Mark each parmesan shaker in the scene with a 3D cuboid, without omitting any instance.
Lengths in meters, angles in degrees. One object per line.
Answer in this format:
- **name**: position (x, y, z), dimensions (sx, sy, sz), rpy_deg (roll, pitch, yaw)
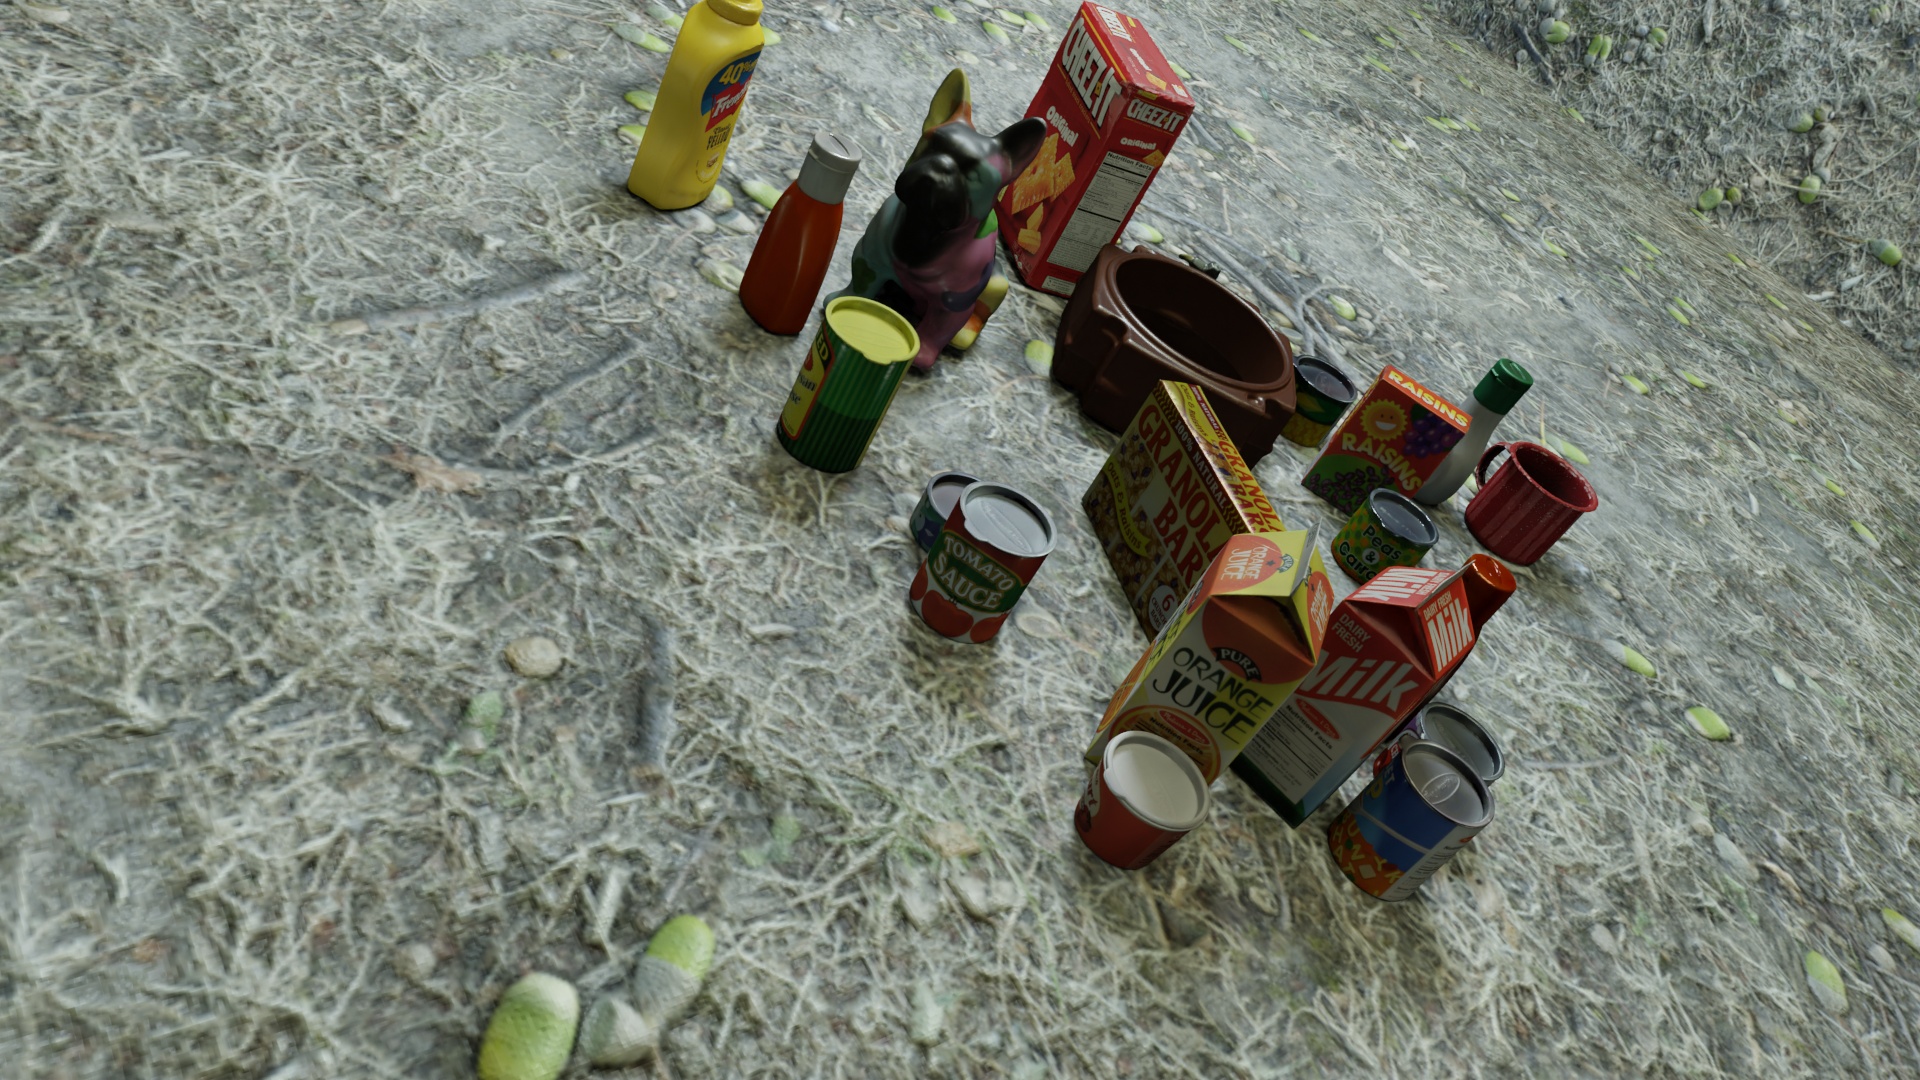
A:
- **parmesan shaker**: position (-0.078, -0.102, 0.937), dimensions (0.071, 0.102, 0.072), rpy_deg (19, 38, -15)

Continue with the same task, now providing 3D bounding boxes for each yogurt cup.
- **yogurt cup**: position (0.102, 0.152, 0.801), dimensions (0.072, 0.053, 0.073), rpy_deg (19, 38, -15)

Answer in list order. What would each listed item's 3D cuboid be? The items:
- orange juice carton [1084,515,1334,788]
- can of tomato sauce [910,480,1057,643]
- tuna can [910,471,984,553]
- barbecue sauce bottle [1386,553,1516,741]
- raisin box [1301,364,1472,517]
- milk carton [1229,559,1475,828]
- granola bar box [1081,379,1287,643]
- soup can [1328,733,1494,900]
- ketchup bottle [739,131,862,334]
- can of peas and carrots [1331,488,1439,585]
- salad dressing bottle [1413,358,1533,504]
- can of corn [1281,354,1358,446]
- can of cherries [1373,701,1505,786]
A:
- **orange juice carton**: position (0.156, 0.069, 0.820), dimensions (0.073, 0.191, 0.072), rpy_deg (33, 36, 3)
- **can of tomato sauce**: position (0.013, 0.015, 0.877), dimensions (0.071, 0.082, 0.071), rpy_deg (19, 38, -15)
- **tuna can**: position (0.003, -0.012, 0.945), dimensions (0.071, 0.032, 0.071), rpy_deg (19, 38, -15)
- **barbecue sauce bottle**: position (0.328, 0.072, 0.972), dimensions (0.044, 0.147, 0.065), rpy_deg (22, 37, -12)
- **raisin box**: position (0.365, -0.077, 1.196), dimensions (0.086, 0.122, 0.040), rpy_deg (35, 36, 6)
- **milk carton**: position (0.249, 0.086, 0.866), dimensions (0.073, 0.189, 0.072), rpy_deg (45, 38, 19)
- **granola bar box**: position (0.155, -0.013, 0.974), dimensions (0.039, 0.123, 0.166), rpy_deg (7, 42, -29)
- **soup can**: position (0.280, 0.174, 0.873), dimensions (0.071, 0.083, 0.072), rpy_deg (19, 38, -15)
- **ketchup bottle**: position (-0.116, -0.226, 1.019), dimensions (0.044, 0.148, 0.065), rpy_deg (-8, 50, -40)
- **can of peas and carrots**: position (0.349, 0.001, 1.147), dimensions (0.071, 0.058, 0.071), rpy_deg (19, 38, -15)
- **salad dressing bottle**: position (0.461, -0.099, 1.267), dimensions (0.044, 0.146, 0.064), rpy_deg (15, 39, -20)
- **can of corn**: position (0.320, -0.130, 1.281), dimensions (0.071, 0.058, 0.071), rpy_deg (19, 38, -15)
- **can of cherries**: position (0.324, 0.154, 0.949), dimensions (0.071, 0.058, 0.072), rpy_deg (19, 38, -15)
